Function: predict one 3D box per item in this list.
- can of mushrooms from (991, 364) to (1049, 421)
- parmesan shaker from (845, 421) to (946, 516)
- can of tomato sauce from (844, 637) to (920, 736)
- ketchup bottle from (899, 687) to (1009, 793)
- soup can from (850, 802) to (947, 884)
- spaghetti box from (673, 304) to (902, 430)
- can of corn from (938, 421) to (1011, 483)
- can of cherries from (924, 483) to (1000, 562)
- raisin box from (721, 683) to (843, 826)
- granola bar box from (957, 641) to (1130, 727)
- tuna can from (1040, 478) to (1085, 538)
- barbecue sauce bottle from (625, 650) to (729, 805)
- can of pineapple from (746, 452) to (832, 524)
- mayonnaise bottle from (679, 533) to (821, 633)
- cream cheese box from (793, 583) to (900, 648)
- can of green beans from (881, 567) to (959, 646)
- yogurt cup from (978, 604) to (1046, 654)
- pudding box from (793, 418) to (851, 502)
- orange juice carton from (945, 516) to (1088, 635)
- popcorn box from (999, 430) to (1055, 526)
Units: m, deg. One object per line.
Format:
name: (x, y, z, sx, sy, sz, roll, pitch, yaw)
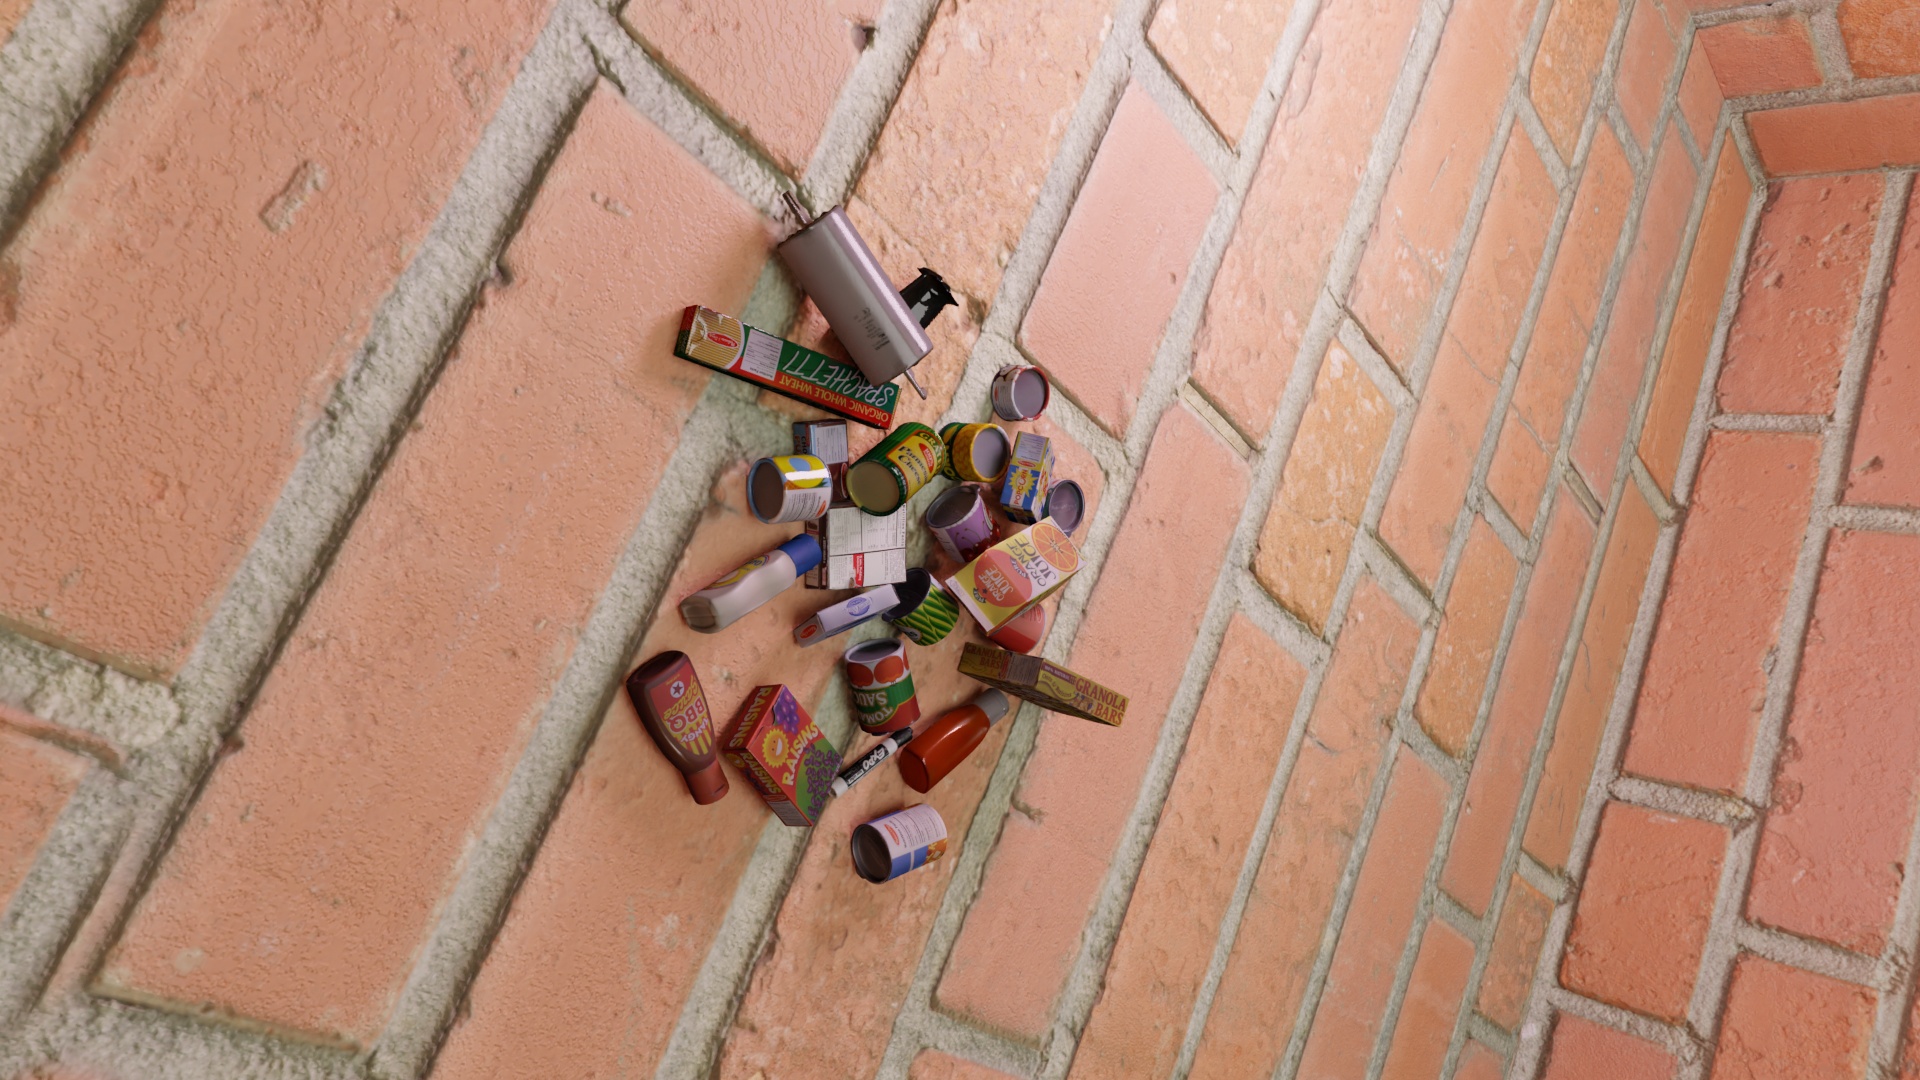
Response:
can of mushrooms: (0.071, -0.171, 1.602, 0.071, 0.033, 0.071, -6, 98, -43)
parmesan shaker: (-0.065, -0.071, 1.437, 0.103, 0.071, 0.071, -46, 127, -54)
can of tomato sauce: (-0.084, 0.154, 1.466, 0.071, 0.071, 0.082, -26, 112, -39)
ketchup bottle: (-0.004, 0.220, 1.565, 0.149, 0.043, 0.064, -35, 138, -37)
soup can: (-0.067, 0.329, 1.505, 0.084, 0.071, 0.071, -12, 103, -43)
spaghetti box: (-0.165, -0.166, 1.367, 0.250, 0.028, 0.050, 18, 83, -40)
can of corn: (0.012, -0.096, 1.536, 0.071, 0.058, 0.071, -6, 99, -43)
can of cherries: (0.005, -0.019, 1.531, 0.072, 0.071, 0.058, -52, 127, -26)
raisin box: (-0.176, 0.215, 1.388, 0.123, 0.040, 0.086, 58, 40, -31)
granola bar box: (0.097, 0.167, 1.602, 0.165, 0.124, 0.039, 28, 76, -42)
tuna can: (0.116, -0.038, 1.660, 0.071, 0.033, 0.071, -6, 99, -43)
barbecue sauce bottle: (-0.261, 0.181, 1.314, 0.065, 0.043, 0.148, -39, 121, -40)
can of pineapple: (-0.169, -0.052, 1.363, 0.058, 0.071, 0.071, -7, 100, -43)
mayonnaise bottle: (-0.198, 0.040, 1.349, 0.149, 0.064, 0.041, -35, 110, -41)
cream cheese box: (-0.117, 0.078, 1.432, 0.104, 0.053, 0.024, -21, 82, -41)
can of green beans: (-0.043, 0.072, 1.496, 0.057, 0.071, 0.071, 47, 63, -37)
yogurt cup: (0.057, 0.094, 1.599, 0.054, 0.072, 0.072, 28, 75, -34)
pudding box: (-0.141, -0.080, 1.410, 0.050, 0.030, 0.083, -12, 103, -44)
orange juice carton: (0.055, 0.043, 1.529, 0.072, 0.072, 0.193, 51, 34, 8)
popcorn box: (0.077, -0.068, 1.571, 0.126, 0.038, 0.085, 52, 52, -79)
